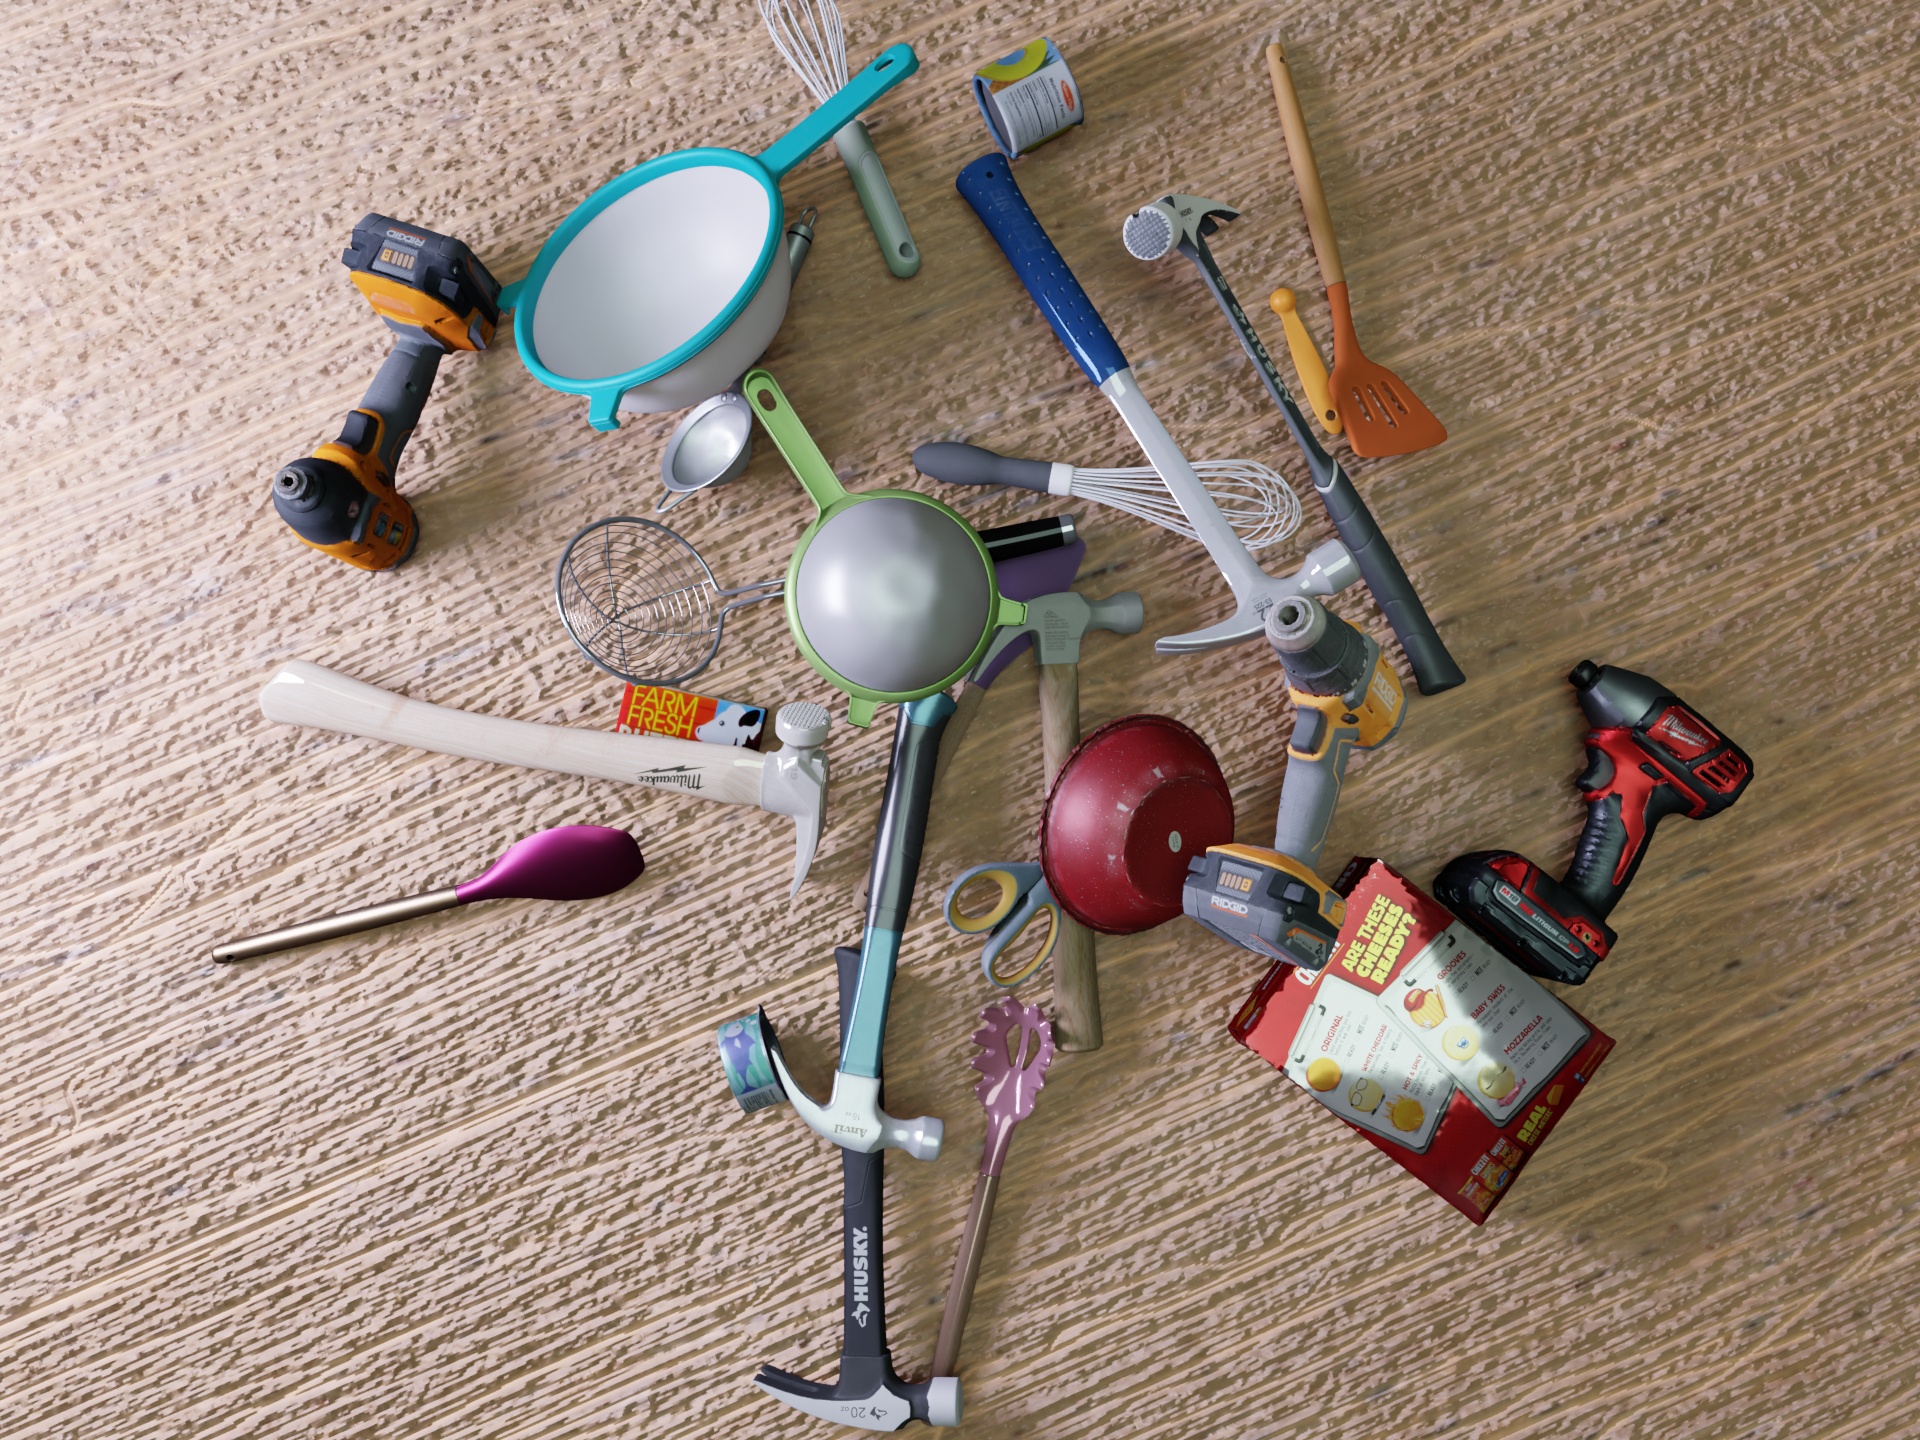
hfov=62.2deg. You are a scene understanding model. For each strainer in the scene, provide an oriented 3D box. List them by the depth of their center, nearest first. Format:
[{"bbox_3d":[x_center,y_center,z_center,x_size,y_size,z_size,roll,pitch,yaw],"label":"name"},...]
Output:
[{"bbox_3d":[-0.070,-0.133,1.076,0.151,0.069,0.256,-33,94,-10],"label":"strainer"},{"bbox_3d":[-0.149,-0.330,1.110,0.340,0.095,0.211,-40,52,-1],"label":"strainer"},{"bbox_3d":[-0.153,-0.258,1.154,0.087,0.050,0.258,15,80,43],"label":"strainer"}]

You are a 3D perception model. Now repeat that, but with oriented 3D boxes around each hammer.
[{"bbox_3d":[0.109,-0.229,1.117,0.144,0.035,0.406,-31,77,1],"label":"hammer"},{"bbox_3d":[-0.050,0.133,1.119,0.128,0.033,0.331,10,83,-3],"label":"hammer"},{"bbox_3d":[-0.296,0.027,1.131,0.410,0.038,0.146,10,120,5],"label":"hammer"},{"bbox_3d":[0.252,-0.193,1.136,0.036,0.149,0.409,-26,99,35],"label":"hammer"},{"bbox_3d":[-0.075,0.330,1.136,0.146,0.035,0.335,-2,86,8],"label":"hammer"},{"bbox_3d":[0.074,0.073,1.147,0.130,0.031,0.331,-3,91,-12],"label":"hammer"}]

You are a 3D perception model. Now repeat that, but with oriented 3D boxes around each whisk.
[{"bbox_3d":[0.105,-0.169,1.150,0.284,0.070,0.070,9,88,4],"label":"whisk"},{"bbox_3d":[-0.084,-0.438,1.158,0.058,0.059,0.246,-25,94,-29],"label":"whisk"}]

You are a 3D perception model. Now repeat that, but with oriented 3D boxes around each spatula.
[{"bbox_3d":[-0.002,-0.004,1.160,0.060,0.018,0.316,27,87,1],"label":"spatula"},{"bbox_3d":[0.274,-0.345,1.164,0.081,0.041,0.322,-13,87,-19],"label":"spatula"}]

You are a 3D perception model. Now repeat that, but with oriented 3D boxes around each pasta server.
[{"bbox_3d":[0.012,0.353,1.141,0.060,0.040,0.316,14,90,21],"label":"pasta server"}]

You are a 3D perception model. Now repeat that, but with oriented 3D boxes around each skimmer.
[{"bbox_3d":[-0.096,-0.109,1.120,0.363,0.090,0.127,-11,77,0],"label":"skimmer"}]

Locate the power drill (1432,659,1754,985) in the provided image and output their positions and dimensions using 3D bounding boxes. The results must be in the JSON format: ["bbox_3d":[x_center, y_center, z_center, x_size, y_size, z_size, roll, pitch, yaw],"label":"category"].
[{"bbox_3d":[0.449,0.069,1.141,0.143,0.078,0.219,40,85,0],"label":"power drill"}]

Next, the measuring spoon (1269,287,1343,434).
[{"bbox_3d":[0.258,-0.266,1.175,0.021,0.011,0.117,-22,89,-2],"label":"measuring spoon"}]

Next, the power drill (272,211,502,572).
[{"bbox_3d":[-0.398,-0.221,1.087,0.084,0.164,0.226,18,86,1],"label":"power drill"}]

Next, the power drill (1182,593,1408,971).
[{"bbox_3d":[0.224,0.037,1.061,0.084,0.185,0.226,14,78,34],"label":"power drill"}]

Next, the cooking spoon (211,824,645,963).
[{"bbox_3d":[-0.383,0.132,1.140,0.319,0.017,0.068,-14,125,3],"label":"cooking spoon"}]
